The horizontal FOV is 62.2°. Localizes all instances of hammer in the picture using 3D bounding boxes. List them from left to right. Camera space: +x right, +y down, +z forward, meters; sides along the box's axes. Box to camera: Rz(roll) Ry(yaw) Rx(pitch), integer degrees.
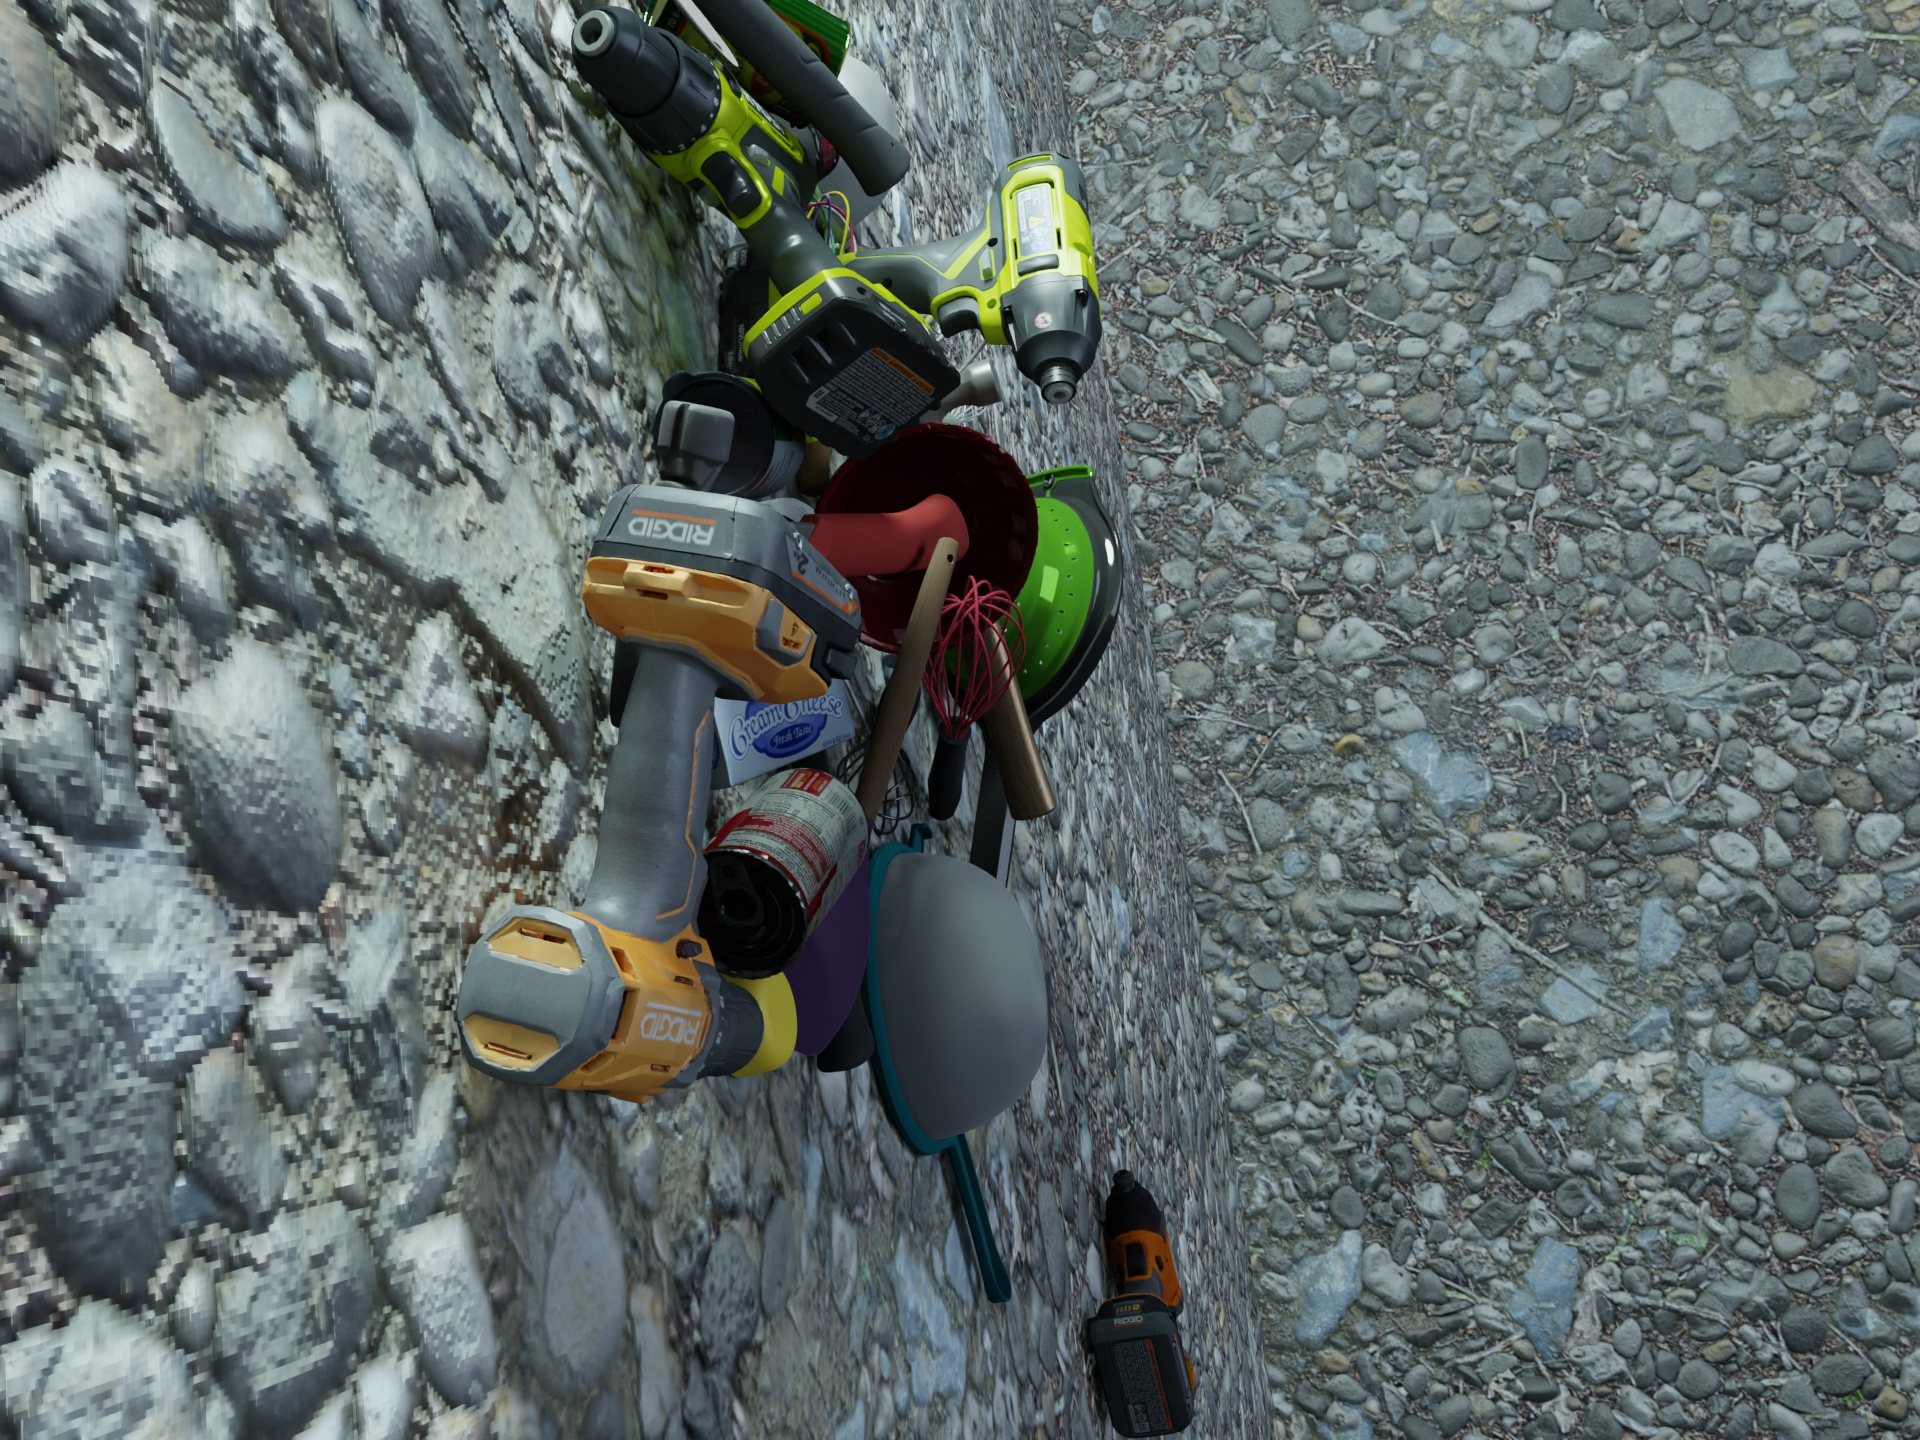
[{"bbox_3d":[-0.146,-0.384,0.774,0.408,0.036,0.149,29,47,-53],"label":"hammer"},{"bbox_3d":[-0.088,0.032,0.917,0.146,0.035,0.335,30,52,-74],"label":"hammer"},{"bbox_3d":[-0.073,-0.084,0.857,0.359,0.037,0.149,-19,122,-69],"label":"hammer"},{"bbox_3d":[0.005,-0.082,1.148,0.031,0.130,0.331,-76,150,-74],"label":"hammer"}]

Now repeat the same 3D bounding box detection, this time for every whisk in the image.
[{"bbox_3d":[-0.096,-0.264,1.086,0.051,0.047,0.245,55,31,-63],"label":"whisk"},{"bbox_3d":[-0.047,0.014,1.075,0.239,0.055,0.055,-78,155,-67],"label":"whisk"},{"bbox_3d":[-0.013,-0.273,1.446,0.059,0.057,0.246,40,29,-12],"label":"whisk"},{"bbox_3d":[-0.002,-0.004,1.102,0.295,0.073,0.073,100,-11,-59],"label":"whisk"}]

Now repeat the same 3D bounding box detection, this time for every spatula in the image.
[{"bbox_3d":[-0.047,0.034,0.897,0.059,0.018,0.316,34,62,-37],"label":"spatula"}]

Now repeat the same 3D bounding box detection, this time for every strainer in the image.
[{"bbox_3d":[-0.076,-0.476,1.264,0.257,0.069,0.151,-75,151,-58],"label":"strainer"},{"bbox_3d":[0.022,0.241,1.085,0.211,0.095,0.340,-52,129,-72],"label":"strainer"}]

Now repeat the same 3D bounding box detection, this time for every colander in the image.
[{"bbox_3d":[0.014,-0.022,1.248,0.094,0.204,0.397,17,77,-37],"label":"colander"}]

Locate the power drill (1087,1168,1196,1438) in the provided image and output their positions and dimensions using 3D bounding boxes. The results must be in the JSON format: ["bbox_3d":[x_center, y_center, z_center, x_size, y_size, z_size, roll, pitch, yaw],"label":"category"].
[{"bbox_3d":[0.170,0.545,1.514,0.226,0.084,0.164,-67,144,-74],"label":"power drill"}]

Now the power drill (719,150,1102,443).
[{"bbox_3d":[-0.027,-0.245,0.961,0.080,0.223,0.171,57,26,-58],"label":"power drill"}]

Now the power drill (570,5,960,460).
[{"bbox_3d":[-0.107,-0.263,0.845,0.229,0.080,0.190,59,15,16],"label":"power drill"}]

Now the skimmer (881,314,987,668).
[{"bbox_3d":[-0.015,-0.194,1.265,0.127,0.090,0.364,129,-32,-53],"label":"skimmer"}]

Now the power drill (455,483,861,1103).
[{"bbox_3d":[-0.107,0.041,0.646,0.185,0.084,0.226,44,58,-68],"label":"power drill"}]

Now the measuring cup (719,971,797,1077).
[{"bbox_3d":[-0.099,0.109,0.819,0.062,0.029,0.157,66,20,-45],"label":"measuring cup"}]

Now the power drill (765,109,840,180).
[{"bbox_3d":[-0.133,-0.442,1.002,0.143,0.078,0.219,-72,152,-62],"label":"power drill"}]

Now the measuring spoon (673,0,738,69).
[{"bbox_3d":[-0.164,-0.392,0.848,0.124,0.018,0.034,50,23,-2],"label":"measuring spoon"}]
